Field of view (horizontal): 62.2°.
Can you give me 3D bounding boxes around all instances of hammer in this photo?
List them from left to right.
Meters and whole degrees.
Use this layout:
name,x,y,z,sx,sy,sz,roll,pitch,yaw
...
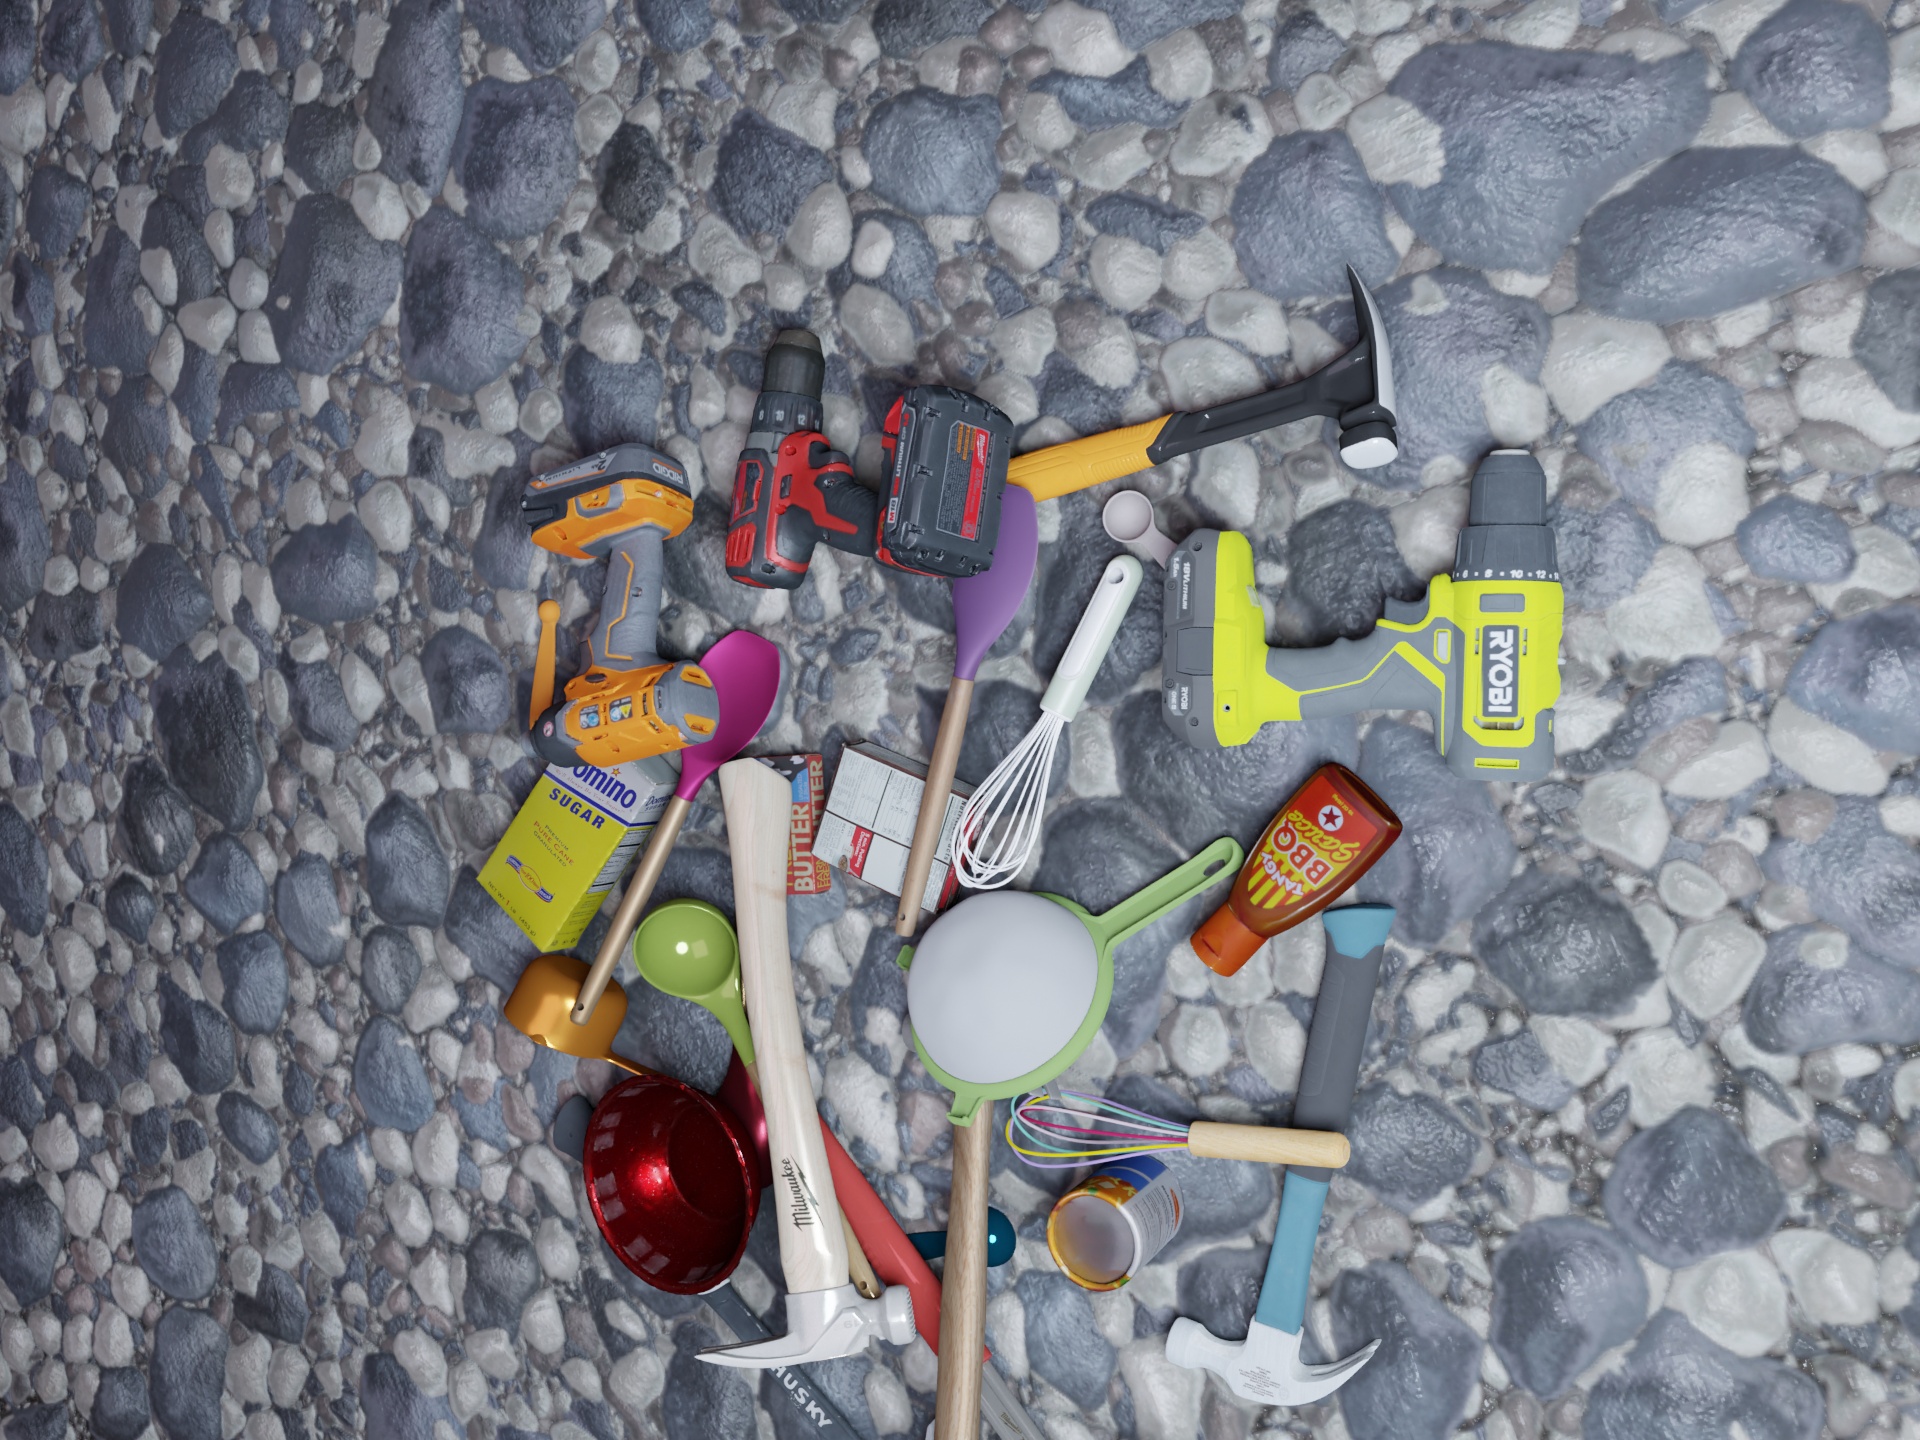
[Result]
name,x,y,z,sx,sy,sz,roll,pitch,yaw
hammer,-0.174,0.441,1.207,0.409,0.036,0.149,43,108,19
hammer,-0.135,0.230,1.107,0.146,0.038,0.411,-10,77,-1
hammer,-0.015,0.404,1.104,0.359,0.036,0.149,49,119,22
hammer,0.005,0.354,1.046,0.130,0.031,0.331,-12,68,45
hammer,0.113,-0.184,1.032,0.337,0.034,0.127,-13,65,31
hammer,0.221,0.273,1.005,0.128,0.033,0.331,13,97,26

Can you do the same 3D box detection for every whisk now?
name,x,y,z,sx,sy,sz,roll,pitch,yaw
whisk,0.059,0.002,1.059,0.058,0.059,0.246,28,94,35
whisk,0.133,0.264,1.026,0.245,0.047,0.051,-5,95,35

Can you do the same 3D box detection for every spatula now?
name,x,y,z,sx,sy,sz,roll,pitch,yaw
spatula,-0.002,-0.003,1.071,0.060,0.018,0.316,20,101,31

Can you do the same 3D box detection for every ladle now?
name,x,y,z,sx,sy,sz,roll,pitch,yaw
ladle,-0.161,0.200,1.198,0.069,0.031,0.315,2,91,27
ladle,-0.140,0.268,1.133,0.078,0.062,0.320,-35,71,12

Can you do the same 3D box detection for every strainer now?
name,x,y,z,sx,sy,sz,roll,pitch,yaw
strainer,0.063,0.138,1.032,0.256,0.069,0.152,-33,43,10

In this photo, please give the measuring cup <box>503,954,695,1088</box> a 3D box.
name,x,y,z,sx,sy,sz,roll,pitch,yaw
measuring cup,-0.265,0.236,1.231,0.173,0.095,0.052,25,92,4

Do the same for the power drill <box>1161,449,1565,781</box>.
name,x,y,z,sx,sy,sz,roll,pitch,yaw
power drill,0.243,-0.063,0.956,0.228,0.080,0.190,2,92,21

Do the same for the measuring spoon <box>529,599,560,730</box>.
name,x,y,z,sx,sy,sz,roll,pitch,yaw
measuring spoon,-0.339,-0.039,1.286,0.021,0.011,0.117,10,96,26

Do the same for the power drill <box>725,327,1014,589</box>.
name,x,y,z,sx,sy,sz,roll,pitch,yaw
power drill,-0.073,-0.183,1.092,0.227,0.080,0.188,6,87,45

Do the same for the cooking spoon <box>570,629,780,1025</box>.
name,x,y,z,sx,sy,sz,roll,pitch,yaw
cooking spoon,-0.219,0.081,1.189,0.069,0.017,0.319,25,88,11

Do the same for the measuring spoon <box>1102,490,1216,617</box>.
name,x,y,z,sx,sy,sz,roll,pitch,yaw
measuring spoon,0.144,-0.103,1.045,0.124,0.018,0.034,45,104,11

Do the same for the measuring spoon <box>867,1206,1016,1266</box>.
name,x,y,z,sx,sy,sz,roll,pitch,yaw
measuring spoon,-0.020,0.377,1.134,0.128,0.021,0.042,-18,84,26

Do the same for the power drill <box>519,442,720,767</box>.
name,x,y,z,sx,sy,sz,roll,pitch,yaw
power drill,-0.269,-0.077,1.192,0.164,0.084,0.227,-14,75,25
